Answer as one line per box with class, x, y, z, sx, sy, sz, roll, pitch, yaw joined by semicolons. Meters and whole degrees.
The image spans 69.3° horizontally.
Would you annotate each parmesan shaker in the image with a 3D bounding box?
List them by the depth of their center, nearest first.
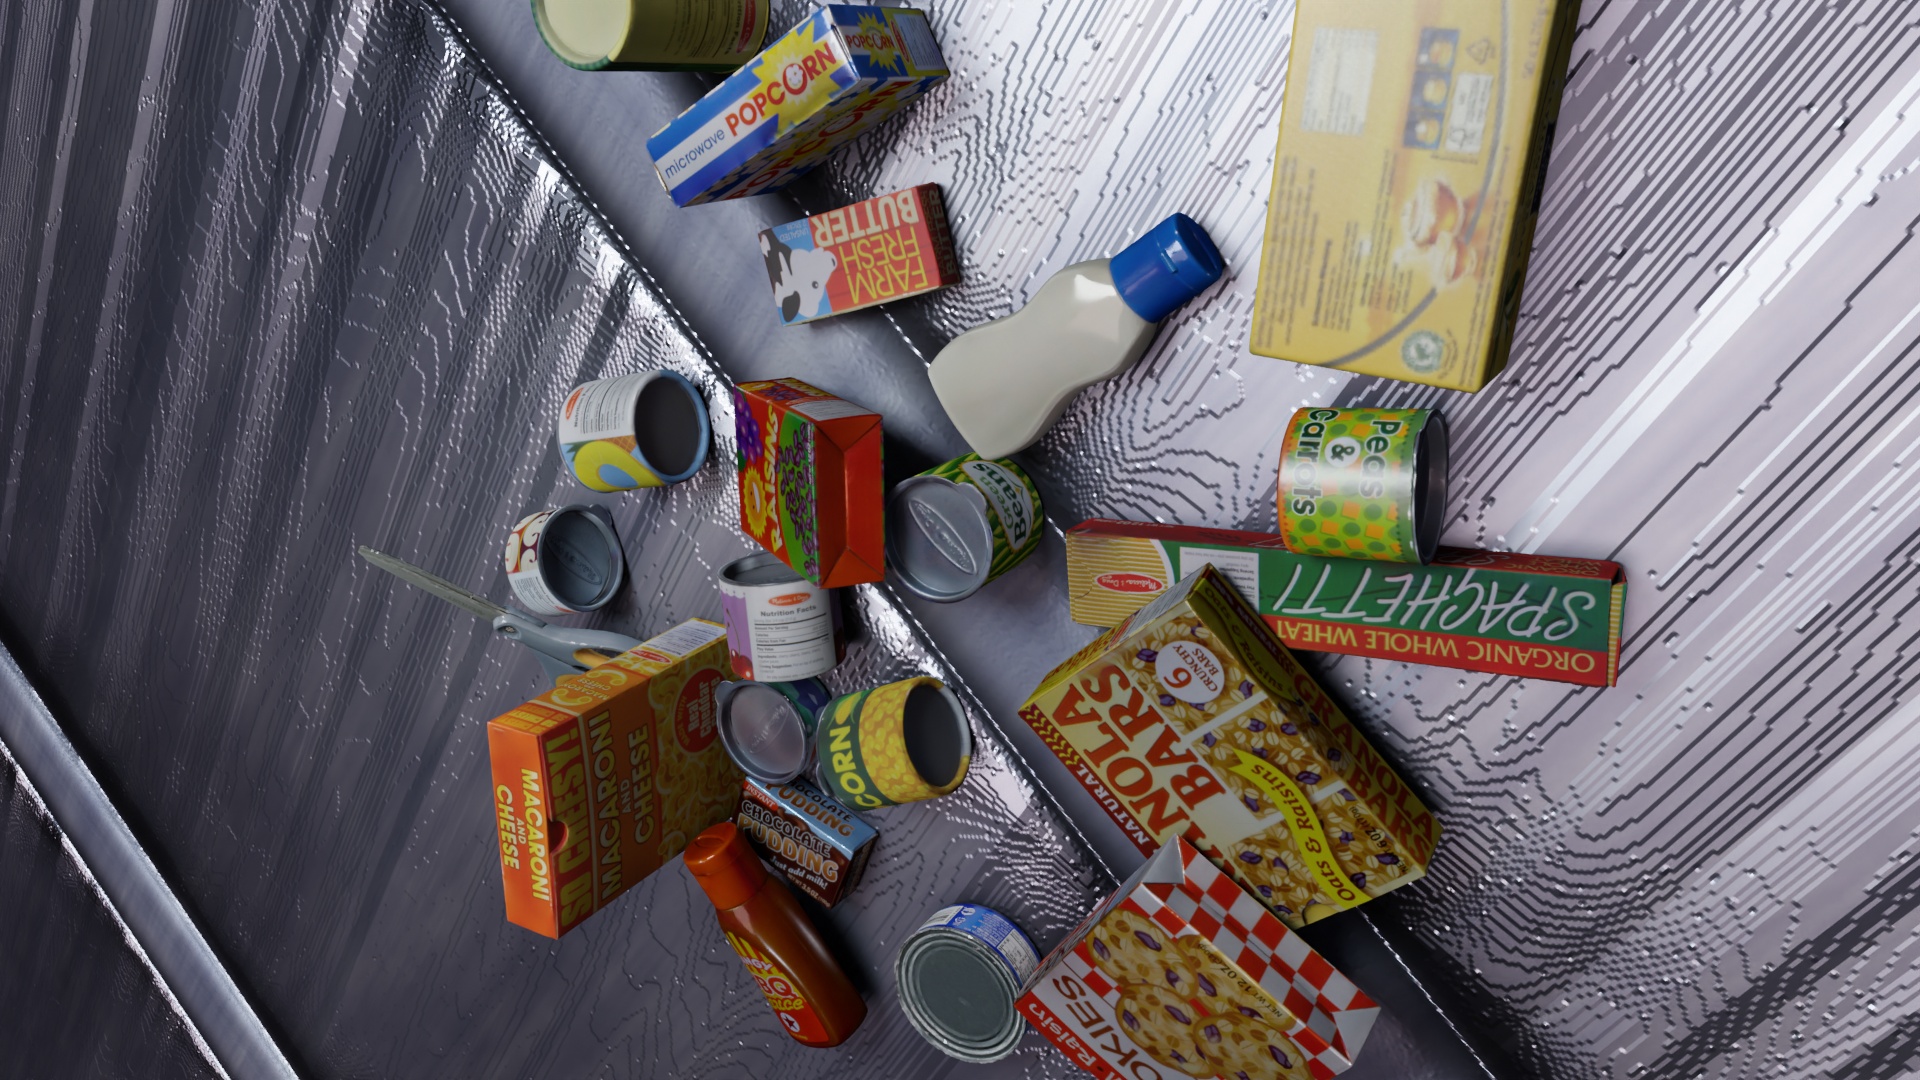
parmesan shaker;-0.152;-0.268;0.685;0.071;0.103;0.071;10;110;28

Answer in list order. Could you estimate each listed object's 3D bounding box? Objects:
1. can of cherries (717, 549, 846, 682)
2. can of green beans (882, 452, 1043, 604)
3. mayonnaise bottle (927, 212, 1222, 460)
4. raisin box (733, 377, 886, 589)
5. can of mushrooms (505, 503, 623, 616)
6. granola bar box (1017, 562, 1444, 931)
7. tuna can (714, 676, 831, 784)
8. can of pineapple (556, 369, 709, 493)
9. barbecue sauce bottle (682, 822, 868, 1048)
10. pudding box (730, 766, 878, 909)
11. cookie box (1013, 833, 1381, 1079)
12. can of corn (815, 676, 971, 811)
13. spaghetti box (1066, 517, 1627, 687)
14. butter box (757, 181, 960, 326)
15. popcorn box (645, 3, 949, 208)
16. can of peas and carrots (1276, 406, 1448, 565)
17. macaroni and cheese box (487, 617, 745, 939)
can of cherries;-0.099;0.040;0.778;0.071;0.072;0.058;3;108;29
can of green beans;0.001;-0.008;0.706;0.071;0.058;0.071;10;110;28
mayonnaise bottle;0.055;-0.098;0.657;0.147;0.041;0.065;-33;89;33
raisin box;-0.080;-0.034;0.721;0.123;0.040;0.085;28;123;59
can of mushrooms;-0.241;0.011;0.851;0.033;0.071;0.071;-11;100;34
granola bar box;0.124;0.109;0.661;0.165;0.039;0.123;49;131;-1
tuna can;-0.110;0.106;0.822;0.071;0.033;0.070;10;110;27
can of pineapple;-0.185;-0.061;0.794;0.058;0.071;0.071;-5;103;31
barbecue sauce bottle;-0.114;0.237;0.837;0.065;0.044;0.148;-6;119;47
pudding box;-0.095;0.176;0.838;0.084;0.030;0.049;32;119;18
cookie box;0.110;0.234;0.697;0.123;0.040;0.166;40;139;9
can of corn;-0.037;0.112;0.759;0.058;0.071;0.071;-17;96;33
spaghetti box;0.168;0.025;0.636;0.250;0.029;0.050;5;109;29
butter box;-0.052;-0.146;0.713;0.103;0.024;0.053;-8;102;32
popcorn box;-0.079;-0.209;0.672;0.126;0.085;0.038;-24;94;33
can of peas and carrots;0.172;-0.025;0.593;0.059;0.071;0.070;4;108;30
macaroni and cheese box;-0.189;0.130;0.795;0.040;0.167;0.123;10;111;27
